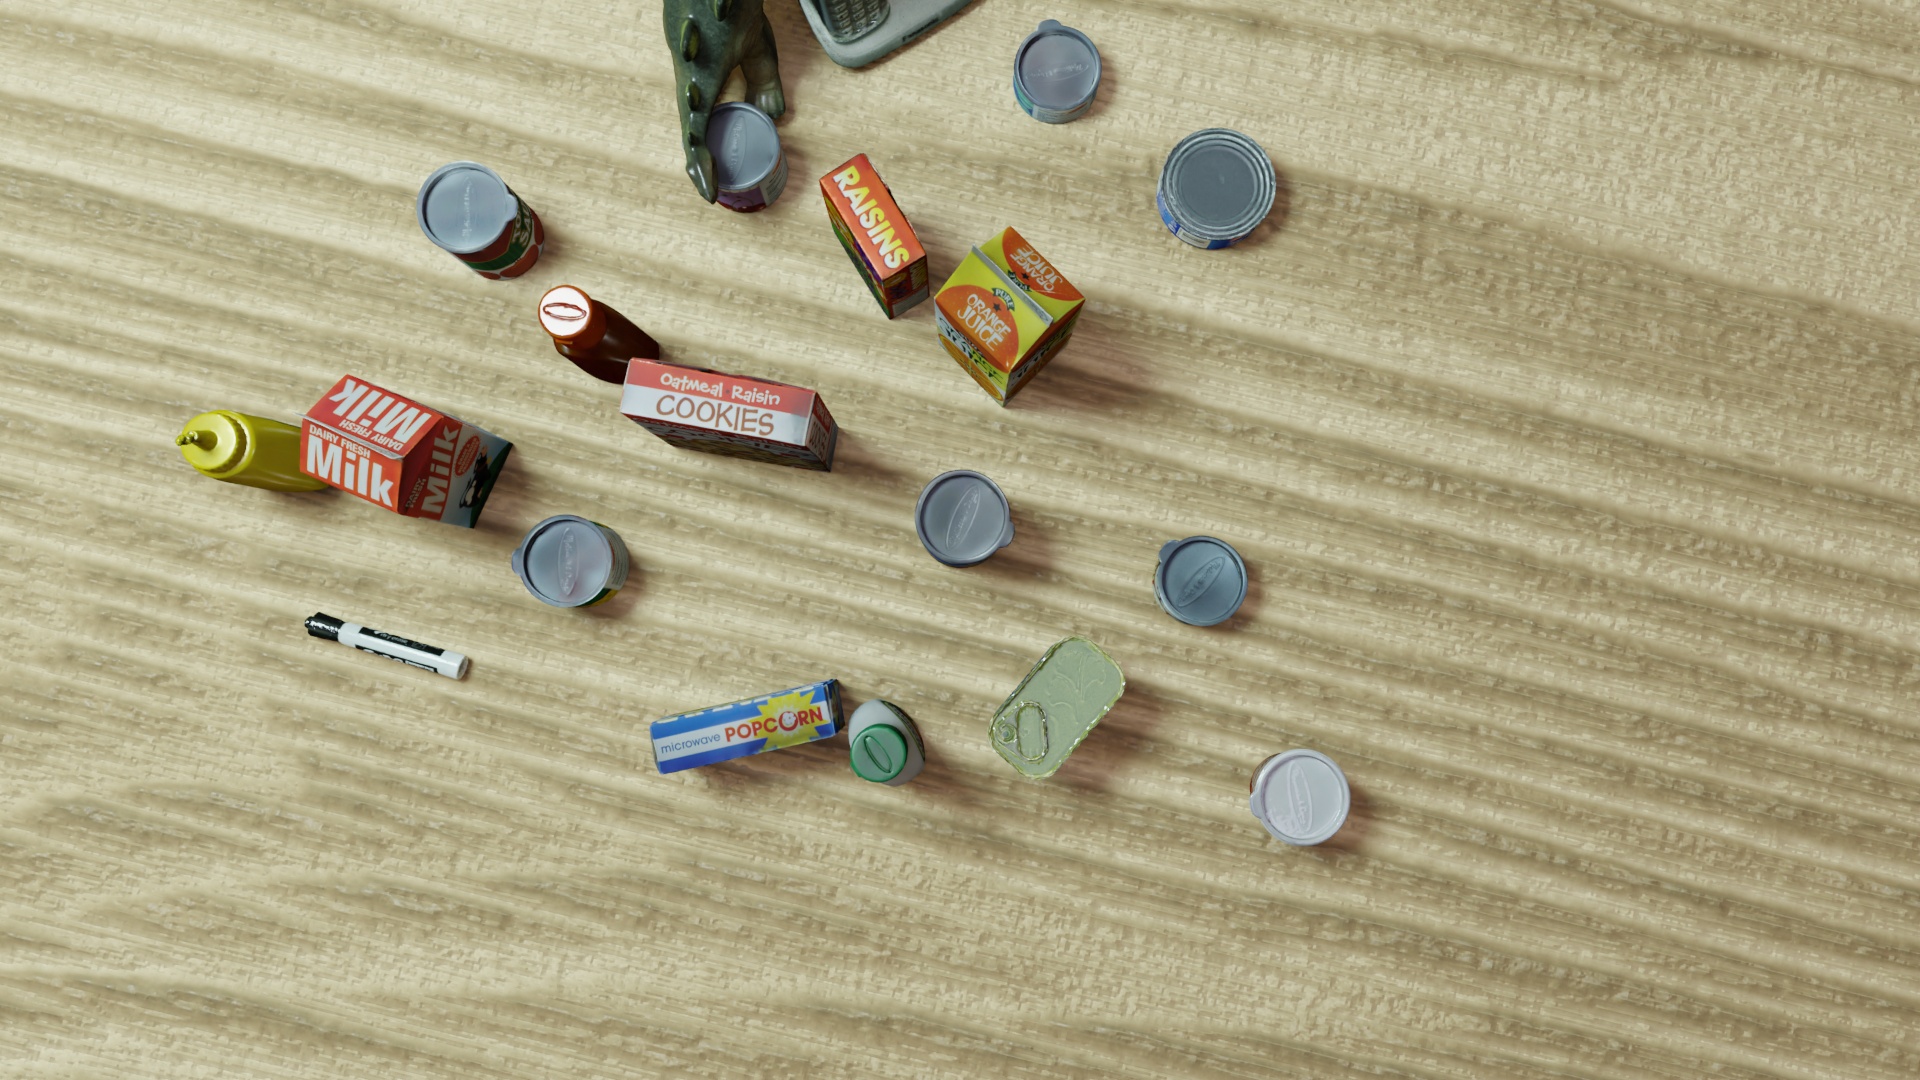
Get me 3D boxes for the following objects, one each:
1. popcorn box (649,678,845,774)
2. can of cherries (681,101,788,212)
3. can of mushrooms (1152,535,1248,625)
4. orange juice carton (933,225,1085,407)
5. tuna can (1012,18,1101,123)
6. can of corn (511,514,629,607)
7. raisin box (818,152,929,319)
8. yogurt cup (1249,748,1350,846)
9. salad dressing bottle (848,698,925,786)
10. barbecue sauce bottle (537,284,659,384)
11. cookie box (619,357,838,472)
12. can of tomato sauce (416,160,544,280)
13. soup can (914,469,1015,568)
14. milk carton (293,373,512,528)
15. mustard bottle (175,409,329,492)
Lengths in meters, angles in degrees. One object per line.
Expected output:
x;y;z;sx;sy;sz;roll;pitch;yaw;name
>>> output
-0.149;0.131;0.990;0.127;0.085;0.038;-13;86;-1;popcorn box
-0.167;-0.285;1.034;0.071;0.058;0.071;0;86;0;can of cherries
0.174;0.028;1.025;0.071;0.033;0.071;0;86;0;can of mushrooms
0.032;-0.155;0.958;0.073;0.192;0.072;-44;87;-3;orange juice carton
0.072;-0.355;1.053;0.071;0.033;0.071;0;86;0;tuna can
-0.283;0.016;1.011;0.071;0.058;0.071;0;86;0;can of corn
-0.059;-0.215;0.997;0.040;0.123;0.086;-31;87;-2;raisin box
0.241;0.183;1.003;0.072;0.054;0.072;0;86;0;yogurt cup
-0.052;0.142;0.958;0.044;0.147;0.064;-35;87;-2;salad dressing bottle
-0.258;-0.144;0.978;0.065;0.148;0.043;9;86;1;barbecue sauce bottle
-0.154;-0.084;0.965;0.123;0.167;0.040;10;86;1;cookie box
-0.348;-0.233;1.017;0.071;0.083;0.071;0;86;0;can of tomato sauce
0.004;-0.013;1.002;0.071;0.083;0.071;0;86;0;soup can
-0.381;-0.060;0.950;0.072;0.190;0.073;23;87;1;milk carton
-0.495;-0.063;0.965;0.065;0.160;0.049;2;86;0;mustard bottle
